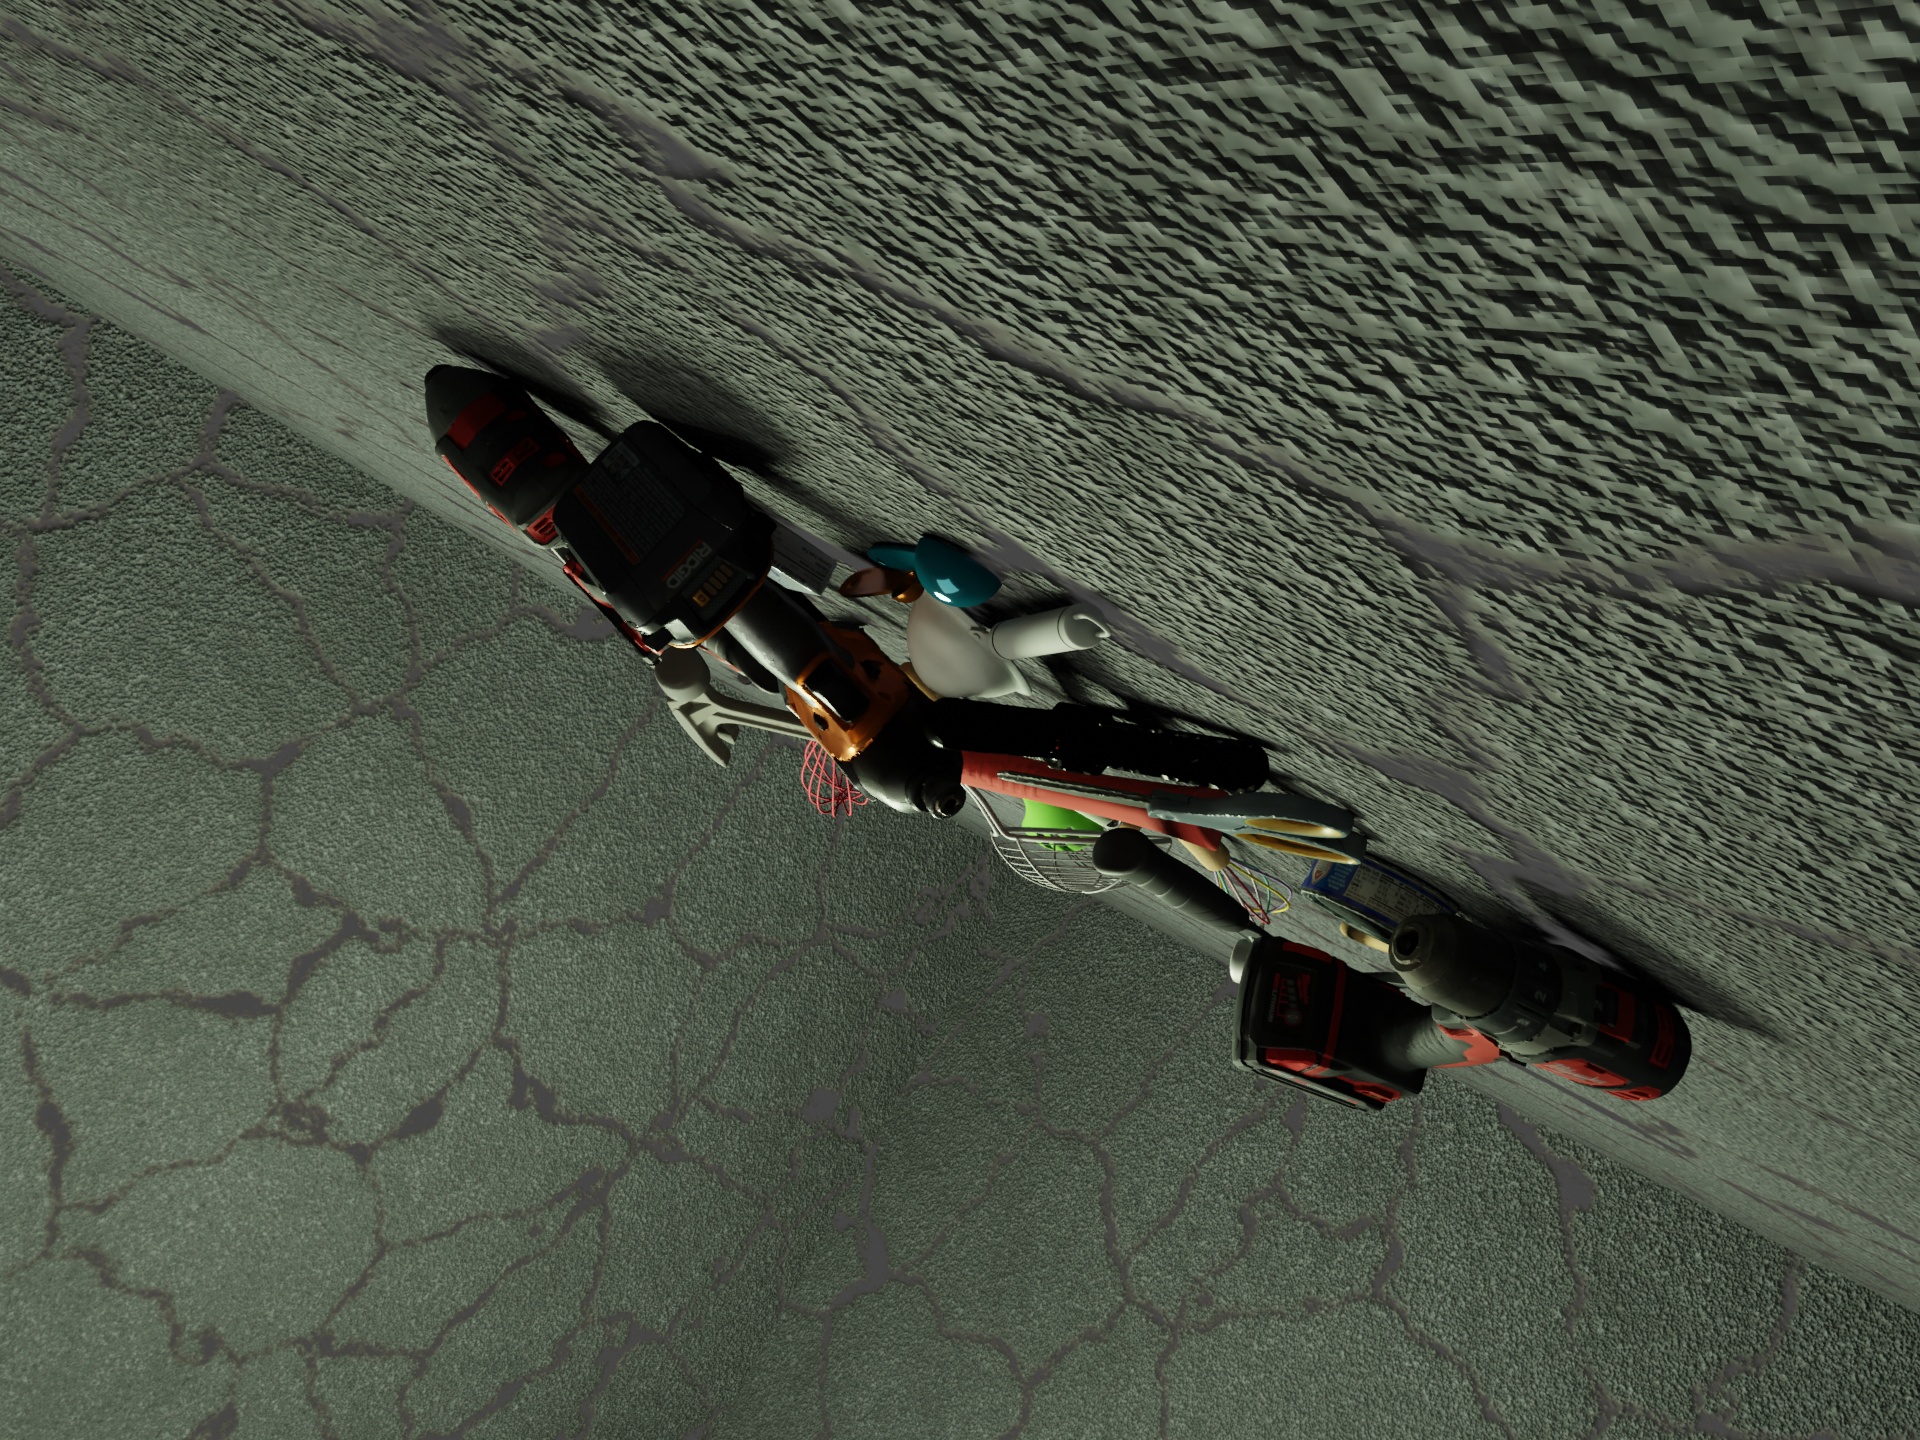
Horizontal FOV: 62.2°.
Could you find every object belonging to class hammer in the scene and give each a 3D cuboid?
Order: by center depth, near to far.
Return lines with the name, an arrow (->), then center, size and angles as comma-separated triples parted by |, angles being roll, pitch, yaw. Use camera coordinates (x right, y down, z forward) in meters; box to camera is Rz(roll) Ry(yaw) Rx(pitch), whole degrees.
hammer -> -0.011, 0.028, 1.005 | 0.359, 0.037, 0.149 | 13, 161, 13
hammer -> 0.194, 0.141, 1.091 | 0.149, 0.036, 0.408 | 7, 165, 32
hammer -> -0.223, -0.096, 1.139 | 0.335, 0.035, 0.146 | 32, 166, 40

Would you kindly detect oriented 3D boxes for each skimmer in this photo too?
skimmer -> -0.002, -0.003, 1.085 | 0.363, 0.090, 0.127 | 46, 162, -19

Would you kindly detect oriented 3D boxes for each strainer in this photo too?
strainer -> 0.018, -0.037, 0.754 | 0.087, 0.050, 0.258 | 45, 168, -11

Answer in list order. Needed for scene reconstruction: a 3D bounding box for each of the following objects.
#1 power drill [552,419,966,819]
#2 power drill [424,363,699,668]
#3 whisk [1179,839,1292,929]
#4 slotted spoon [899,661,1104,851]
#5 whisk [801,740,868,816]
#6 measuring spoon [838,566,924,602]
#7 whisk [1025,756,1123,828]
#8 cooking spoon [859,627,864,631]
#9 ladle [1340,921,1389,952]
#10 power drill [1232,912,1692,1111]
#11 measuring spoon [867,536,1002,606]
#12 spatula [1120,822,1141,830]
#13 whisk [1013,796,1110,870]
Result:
power drill -> -0.086, -0.037, 0.803 | 0.226, 0.084, 0.164 | 43, -179, -42
power drill -> -0.233, -0.127, 0.958 | 0.143, 0.078, 0.219 | 43, 177, 28
whisk -> 0.198, 0.113, 1.211 | 0.047, 0.051, 0.244 | 32, 174, 35
slotted spoon -> 0.033, 0.038, 1.283 | 0.070, 0.031, 0.313 | -12, 145, 27
whisk -> -0.108, 0.007, 1.379 | 0.073, 0.073, 0.295 | 28, 154, 13
measuring spoon -> -0.042, -0.069, 0.831 | 0.011, 0.021, 0.117 | 44, 169, -19
whisk -> 0.066, 0.043, 1.256 | 0.246, 0.058, 0.059 | 31, -150, -50
cooking spoon -> -0.127, -0.041, 1.235 | 0.017, 0.069, 0.319 | 30, 172, -17
ladle -> 0.319, 0.161, 1.113 | 0.069, 0.031, 0.315 | 27, 177, -3
power drill -> 0.247, 0.156, 0.865 | 0.187, 0.080, 0.227 | 25, 157, -26
measuring spoon -> -0.021, -0.068, 0.744 | 0.042, 0.021, 0.129 | 31, 174, -24
spatula -> 0.032, 0.022, 1.331 | 0.317, 0.044, 0.082 | 26, 177, -25
whisk -> 0.081, 0.081, 1.525 | 0.238, 0.055, 0.055 | 39, 170, -38
